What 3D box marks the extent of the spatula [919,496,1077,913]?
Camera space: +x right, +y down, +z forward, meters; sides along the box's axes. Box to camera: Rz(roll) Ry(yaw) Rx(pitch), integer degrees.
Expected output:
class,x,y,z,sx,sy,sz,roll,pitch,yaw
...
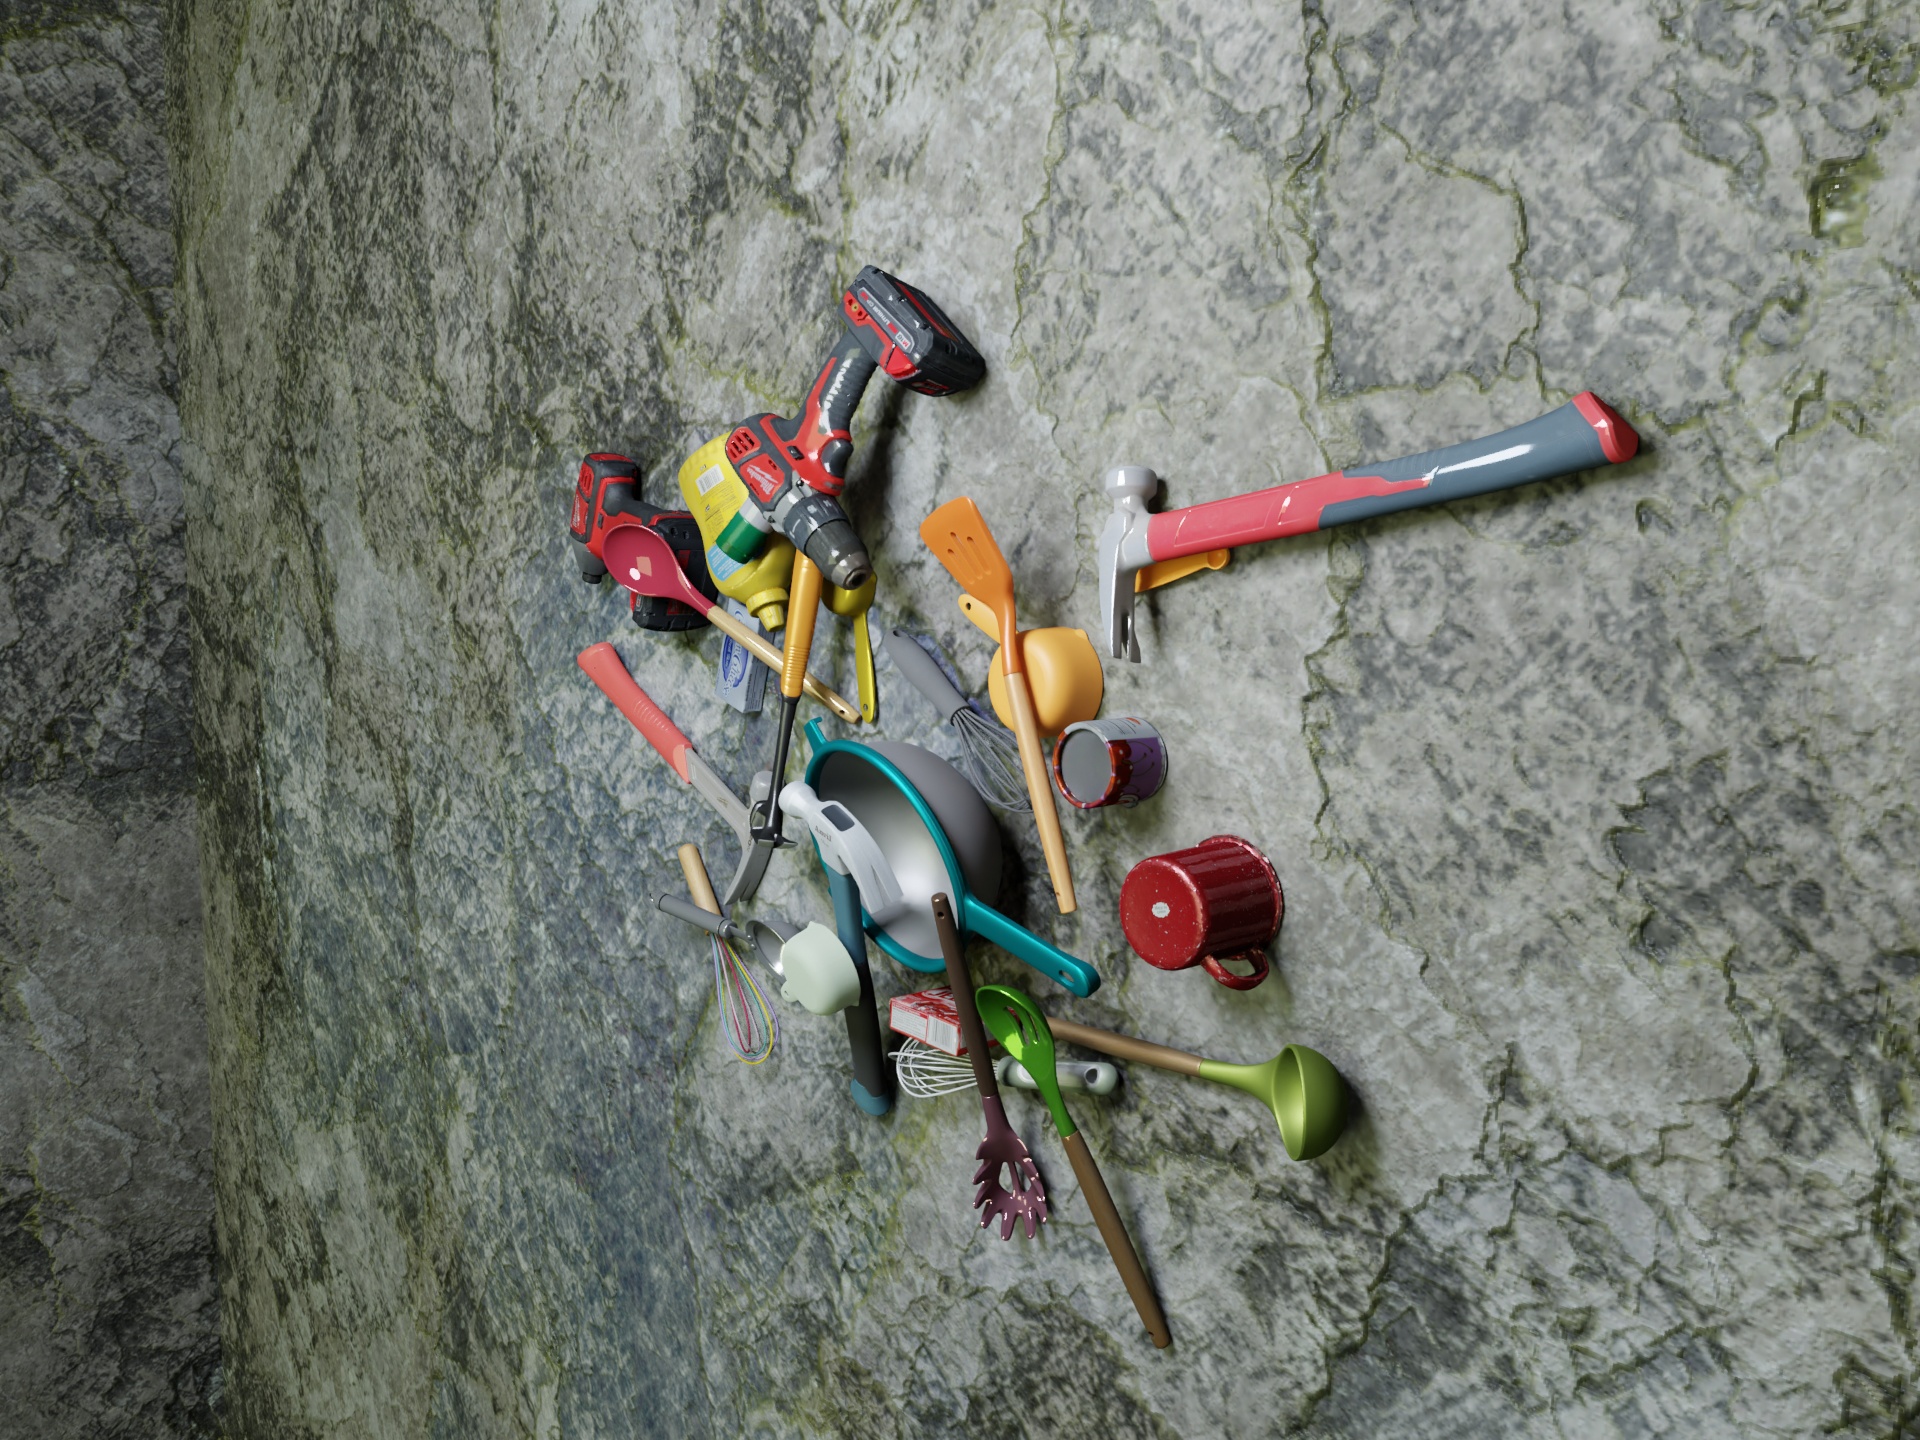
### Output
class,x,y,z,sx,sy,sz,roll,pitch,yaw
spatula,0.038,-0.010,1.211,0.081,0.041,0.323,-23,78,57

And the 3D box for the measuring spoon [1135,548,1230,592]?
class,x,y,z,sx,sy,sz,roll,pitch,yaw
measuring spoon,0.156,-0.110,1.174,0.117,0.011,0.021,-12,75,51

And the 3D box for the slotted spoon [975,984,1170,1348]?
class,x,y,z,sx,sy,sz,roll,pitch,yaw
slotted spoon,0.093,0.342,1.229,0.070,0.031,0.314,-22,93,54

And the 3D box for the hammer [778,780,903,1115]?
class,x,y,z,sx,sy,sz,roll,pitch,yaw
hammer,-0.092,0.213,1.379,0.128,0.033,0.330,31,137,42

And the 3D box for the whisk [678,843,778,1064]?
class,x,y,z,sx,sy,sz,roll,pitch,yaw
whisk,-0.246,0.237,1.625,0.047,0.051,0.245,-49,56,45

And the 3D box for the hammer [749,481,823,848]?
class,x,y,z,sx,sy,sz,roll,pitch,yaw
hammer,-0.147,-0.054,1.413,0.127,0.034,0.337,-157,75,-77

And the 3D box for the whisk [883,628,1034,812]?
class,x,y,z,sx,sy,sz,roll,pitch,yaw
whisk,-0.003,-0.003,1.329,0.239,0.055,0.055,50,128,38

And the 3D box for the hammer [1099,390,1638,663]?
class,x,y,z,sx,sy,sz,roll,pitch,yaw
hammer,0.245,-0.129,1.039,0.386,0.038,0.143,-7,78,46

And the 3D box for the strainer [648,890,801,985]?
class,x,y,z,sx,sy,sz,roll,pitch,yaw
strainer,-0.223,0.207,1.573,0.259,0.050,0.086,15,133,37

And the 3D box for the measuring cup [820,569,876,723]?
class,x,y,z,sx,sy,sz,roll,pitch,yaw
measuring cup,-0.099,-0.074,1.436,0.062,0.029,0.156,-12,83,47

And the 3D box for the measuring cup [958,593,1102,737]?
class,x,y,z,sx,sy,sz,roll,pitch,yaw
measuring cup,0.037,-0.053,1.274,0.174,0.052,0.095,42,123,34

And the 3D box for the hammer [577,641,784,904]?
class,x,y,z,sx,sy,sz,roll,pitch,yaw
hammer,-0.305,0.033,1.670,0.359,0.036,0.149,41,122,36

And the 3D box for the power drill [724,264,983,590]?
class,x,y,z,sx,sy,sz,roll,pitch,yaw
power drill,-0.085,-0.238,1.324,0.226,0.080,0.188,-48,62,21

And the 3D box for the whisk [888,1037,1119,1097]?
class,x,y,z,sx,sy,sz,roll,pitch,yaw
whisk,0.032,0.291,1.326,0.246,0.059,0.058,-7,61,43

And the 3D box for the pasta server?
class,x,y,z,sx,sy,sz,roll,pitch,yaw
pasta server,0.017,0.281,1.277,0.060,0.040,0.316,-8,112,13

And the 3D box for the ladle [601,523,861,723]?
class,x,y,z,sx,sy,sz,roll,pitch,yaw
ladle,-0.215,-0.089,1.500,0.315,0.031,0.069,36,119,17

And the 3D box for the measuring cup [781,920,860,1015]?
class,x,y,z,sx,sy,sz,roll,pitch,yaw
measuring cup,-0.140,0.231,1.394,0.083,0.038,0.167,60,148,7

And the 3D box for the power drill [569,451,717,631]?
class,x,y,z,sx,sy,sz,roll,pitch,yaw
power drill,-0.339,-0.180,1.657,0.220,0.078,0.143,37,120,42

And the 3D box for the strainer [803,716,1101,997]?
class,x,y,z,sx,sy,sz,roll,pitch,yaw
strainer,0.010,0.119,1.285,0.341,0.095,0.210,27,134,41

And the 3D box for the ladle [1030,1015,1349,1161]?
class,x,y,z,sx,sy,sz,roll,pitch,yaw
ladle,0.153,0.255,1.182,0.320,0.062,0.078,4,94,50
